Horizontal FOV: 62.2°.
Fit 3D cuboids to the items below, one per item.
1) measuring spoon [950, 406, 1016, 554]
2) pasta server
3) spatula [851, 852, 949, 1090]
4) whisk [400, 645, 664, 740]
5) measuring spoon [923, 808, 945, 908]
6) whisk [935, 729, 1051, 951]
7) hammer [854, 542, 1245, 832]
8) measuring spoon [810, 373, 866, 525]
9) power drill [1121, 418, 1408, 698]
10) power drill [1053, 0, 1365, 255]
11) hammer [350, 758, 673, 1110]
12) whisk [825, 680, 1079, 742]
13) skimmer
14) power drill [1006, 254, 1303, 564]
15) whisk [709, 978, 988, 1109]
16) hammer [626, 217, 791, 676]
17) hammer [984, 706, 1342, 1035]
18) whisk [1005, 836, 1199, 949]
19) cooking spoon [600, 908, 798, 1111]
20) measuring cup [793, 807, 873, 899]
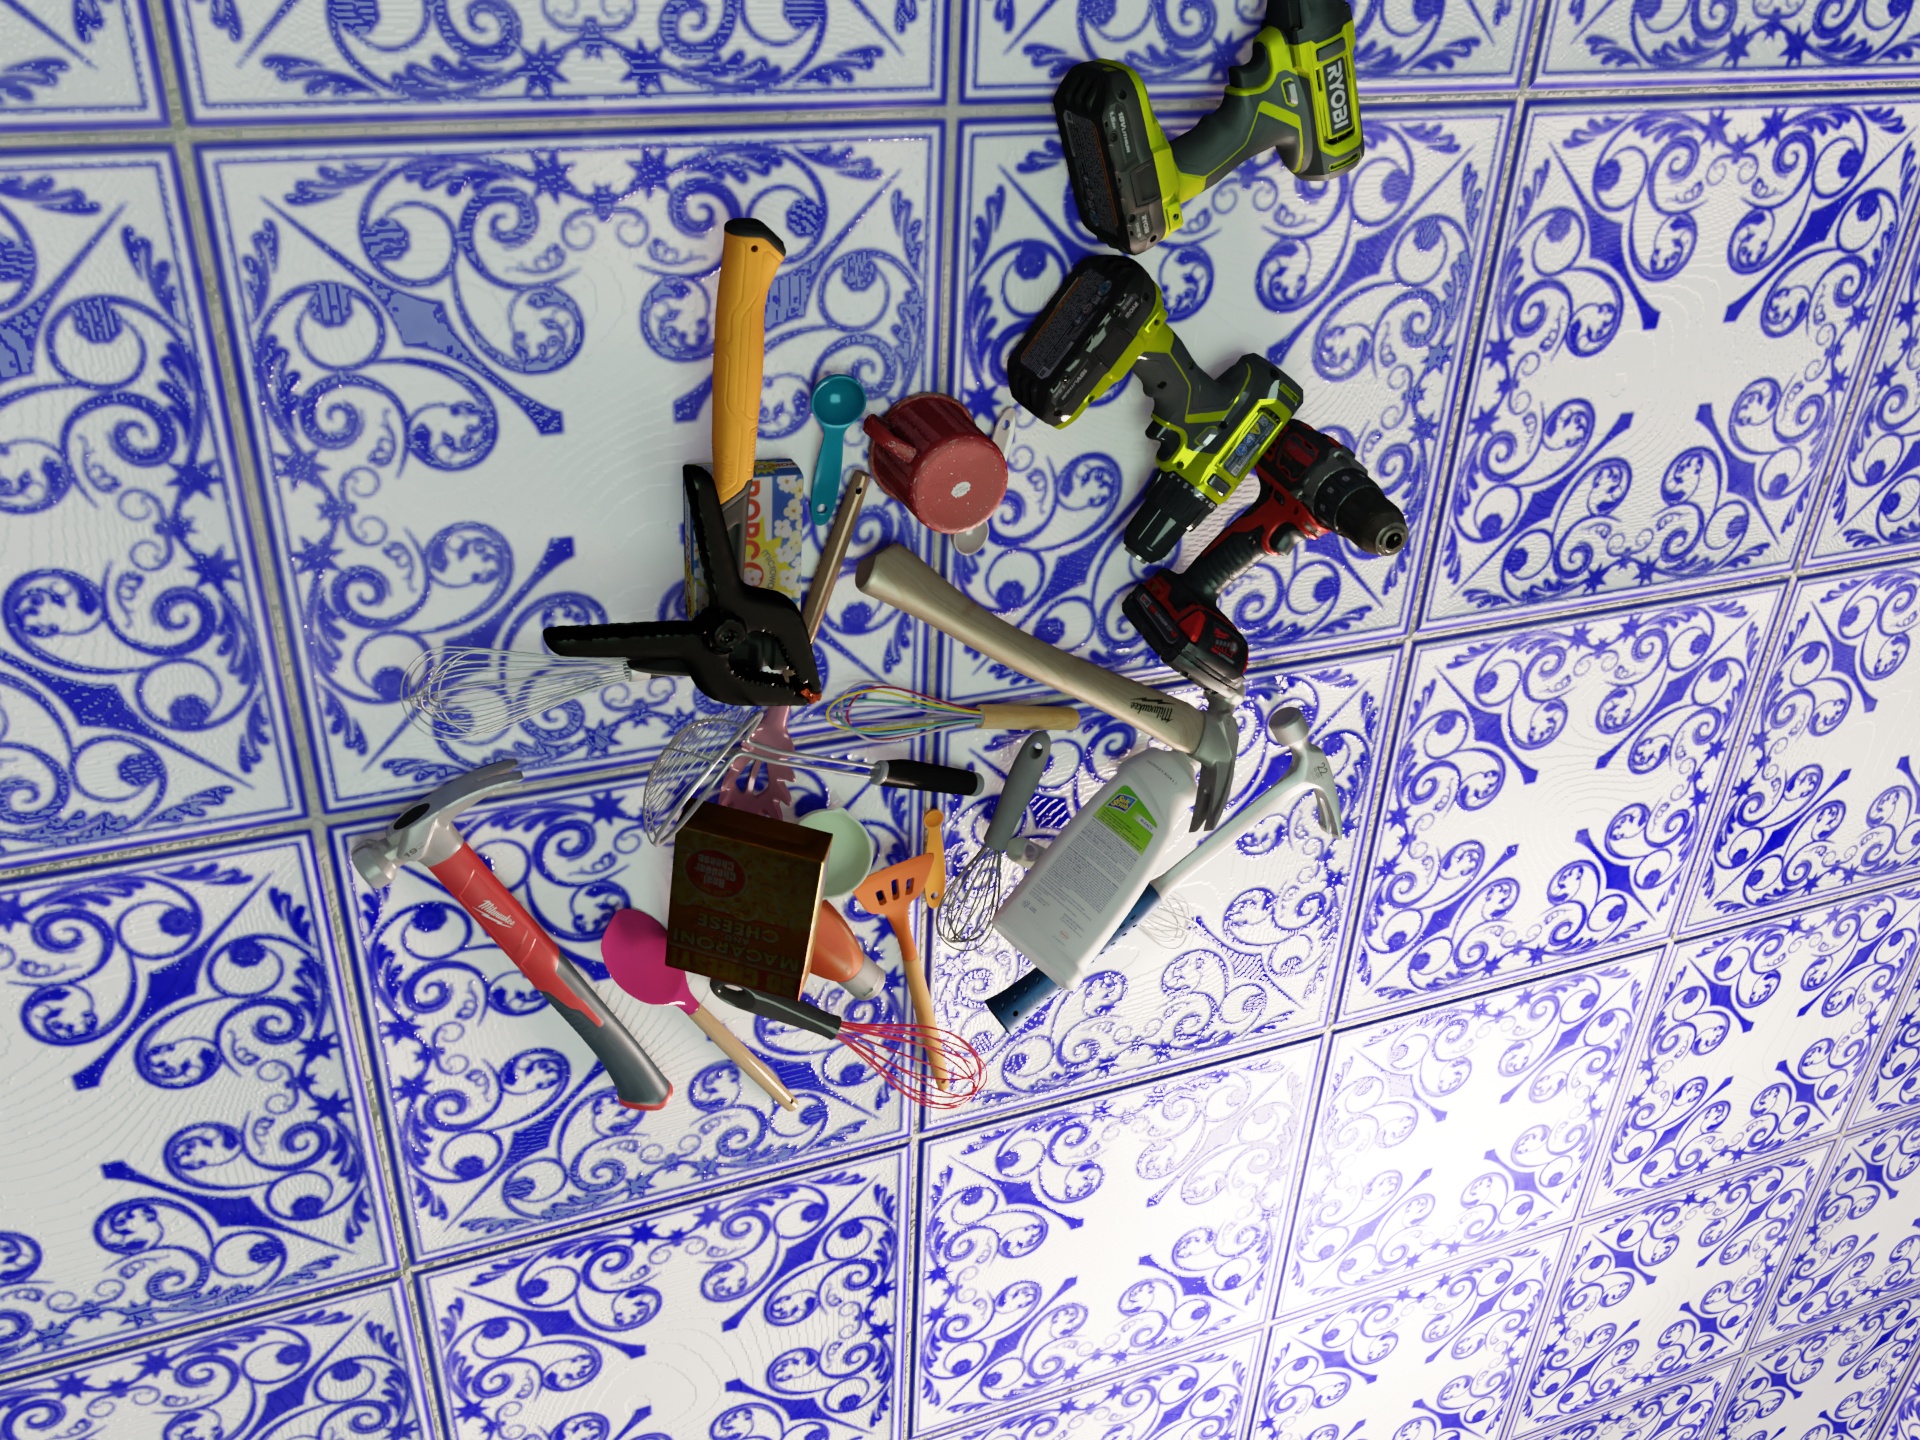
[{"bbox_3d":[0.019,-0.193,1.278,0.034,0.018,0.124,6,110,-40],"label":"measuring spoon"},{"bbox_3d":[-0.129,-0.051,1.278,0.060,0.040,0.316,14,111,-19],"label":"pasta server"},{"bbox_3d":[-0.041,0.245,1.498,0.081,0.041,0.322,-21,127,-12],"label":"spatula"},{"bbox_3d":[-0.278,-0.037,1.209,0.284,0.070,0.070,-10,123,-26],"label":"whisk"},{"bbox_3d":[-0.025,0.126,1.454,0.021,0.011,0.116,-13,127,-17],"label":"measuring spoon"},{"bbox_3d":[0.034,0.111,1.437,0.055,0.055,0.238,7,119,-28],"label":"whisk"},{"bbox_3d":[0.083,-0.035,1.352,0.410,0.038,0.146,25,68,-30],"label":"hammer"},{"bbox_3d":[-0.101,-0.208,1.213,0.042,0.021,0.128,0,128,-18],"label":"measuring spoon"},{"bbox_3d":[0.256,-0.129,1.321,0.080,0.188,0.226,29,108,-34],"label":"power drill"},{"bbox_3d":[0.187,-0.452,1.160,0.223,0.080,0.171,-29,128,-11],"label":"power drill"},{"bbox_3d":[-0.334,0.199,1.335,0.143,0.038,0.385,-33,127,-6],"label":"hammer"},{"bbox_3d":[-0.001,-0.005,1.364,0.244,0.051,0.047,2,113,-29],"label":"whisk"},{"bbox_3d":[-0.098,0.057,1.276,0.363,0.090,0.127,10,127,-45],"label":"skimmer"},{"bbox_3d":[0.148,-0.242,1.268,0.228,0.080,0.190,30,104,-38],"label":"power drill"},{"bbox_3d":[-0.100,0.292,1.474,0.295,0.073,0.073,27,106,-22],"label":"whisk"},{"bbox_3d":[-0.170,-0.184,1.131,0.127,0.034,0.336,-4,120,-23],"label":"hammer"},{"bbox_3d":[0.196,0.161,1.511,0.405,0.035,0.144,-37,115,-10],"label":"hammer"},{"bbox_3d":[0.138,0.164,1.533,0.246,0.059,0.058,27,68,-31],"label":"whisk"},{"bbox_3d":[-0.229,0.272,1.432,0.318,0.017,0.069,56,44,-40],"label":"cooking spoon"},{"bbox_3d":[-0.158,0.101,1.361,0.167,0.038,0.083,16,89,-13],"label":"measuring cup"}]
